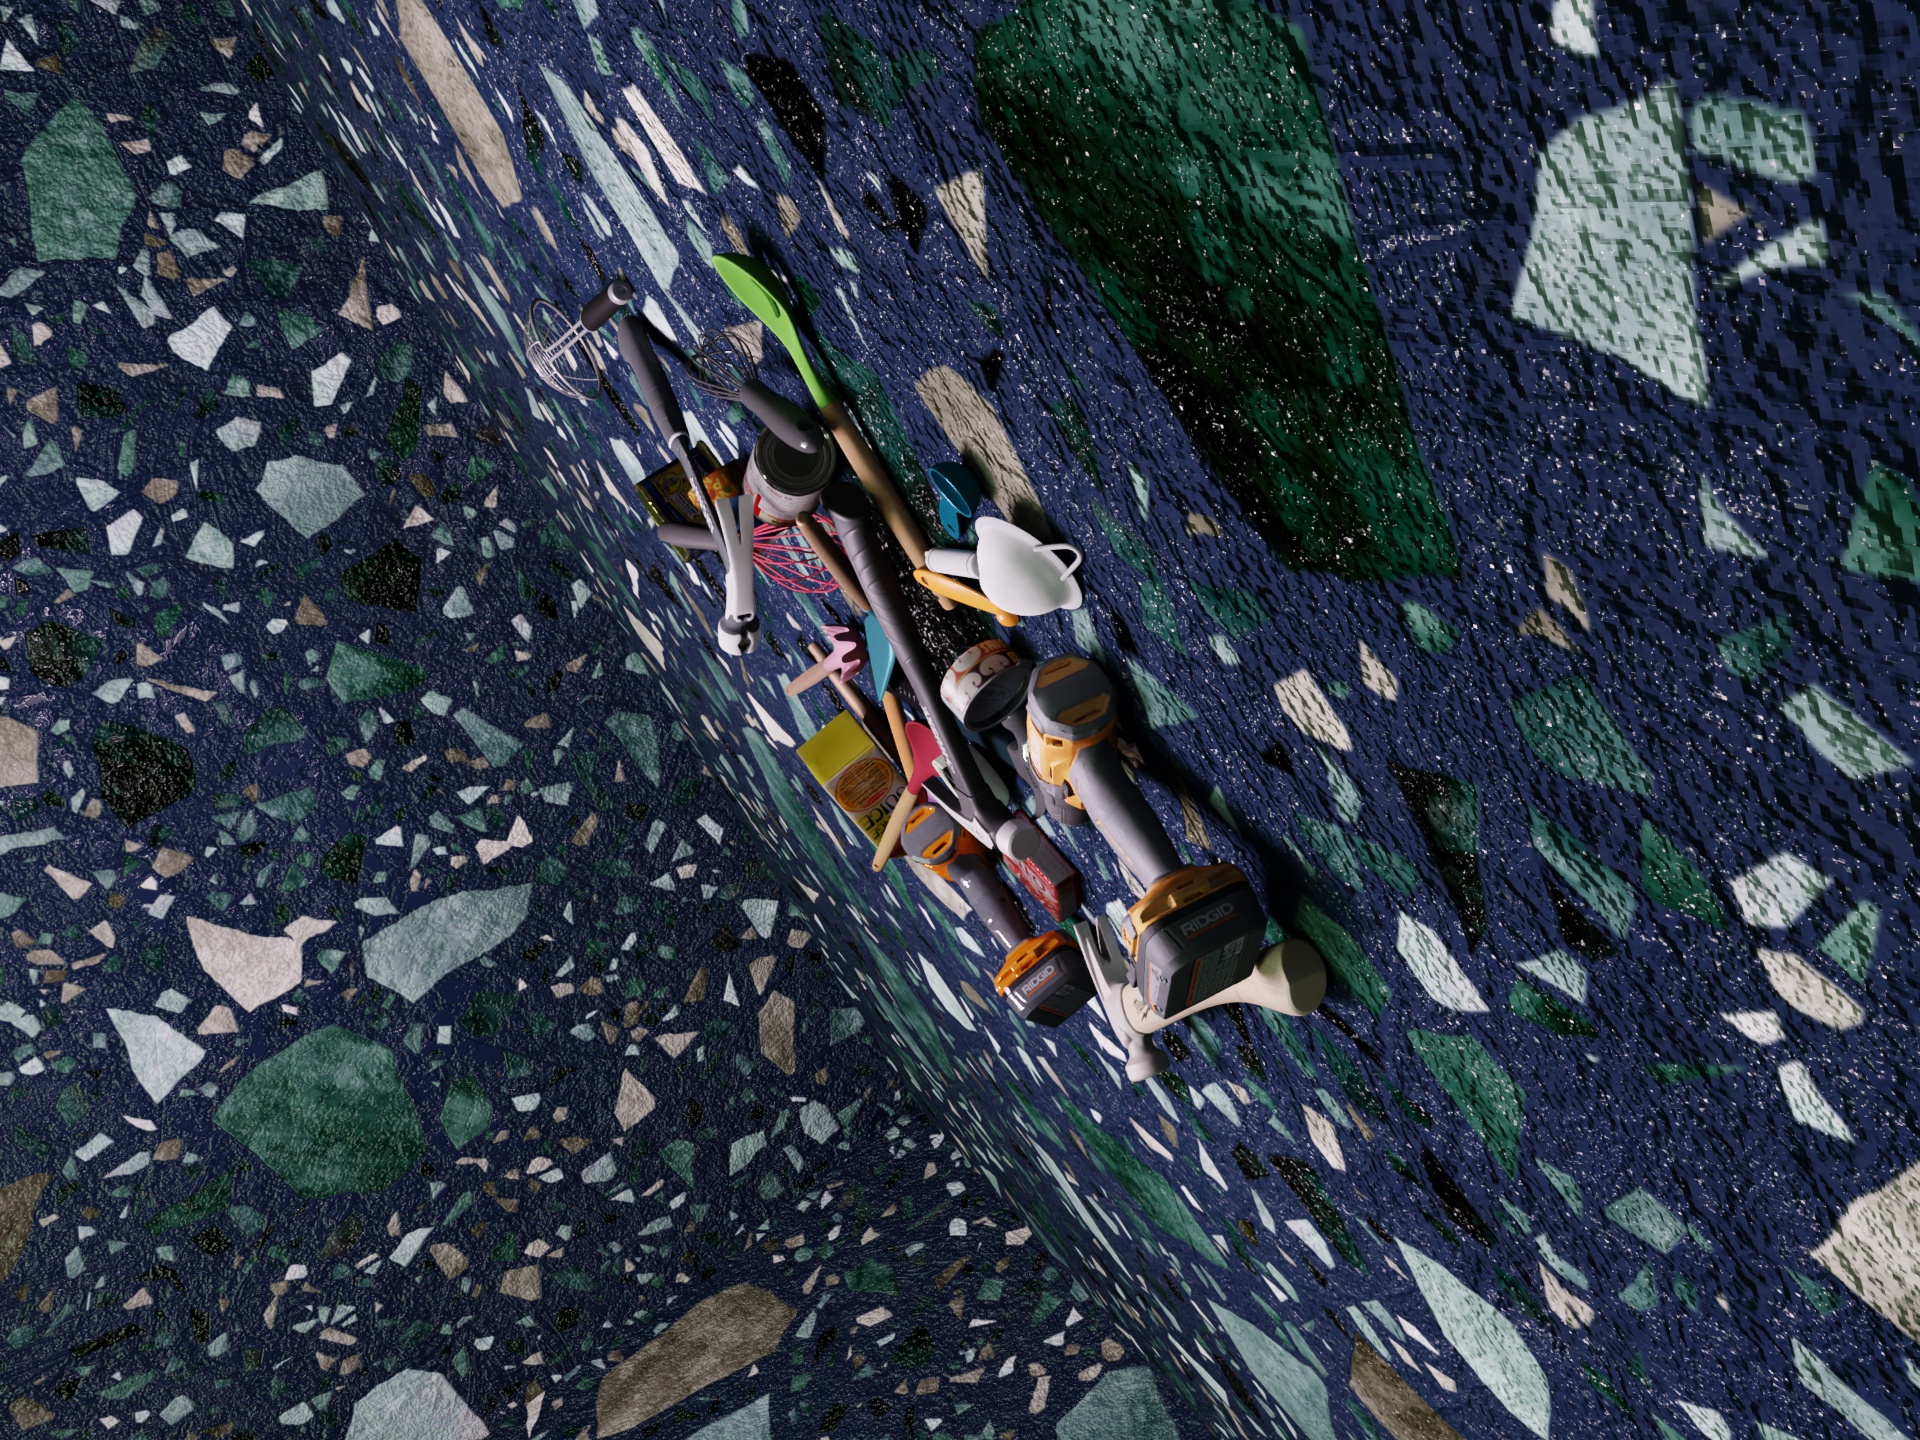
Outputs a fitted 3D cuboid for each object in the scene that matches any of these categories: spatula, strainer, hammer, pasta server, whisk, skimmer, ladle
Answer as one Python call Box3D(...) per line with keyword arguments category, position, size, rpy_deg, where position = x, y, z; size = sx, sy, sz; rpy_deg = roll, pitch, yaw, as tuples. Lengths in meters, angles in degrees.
Box3D(category="spatula", position=(-0.041, 0.048, 1.616), size=(0.081, 0.041, 0.322), rpy_deg=(27, 143, 43))
Box3D(category="strainer", position=(0.017, -0.103, 1.088), size=(0.086, 0.050, 0.258), rpy_deg=(44, 173, -19))
Box3D(category="hammer", position=(-0.035, -0.041, 1.280), size=(0.146, 0.035, 0.334), rpy_deg=(31, 150, 57))
Box3D(category="hammer", position=(-0.002, -0.004, 1.381), size=(0.331, 0.033, 0.128), rpy_deg=(31, 151, 58))
Box3D(category="pasta server", position=(-0.152, -0.053, 1.688), size=(0.316, 0.040, 0.060), rpy_deg=(-22, 86, 69))
Box3D(category="hammer", position=(-0.252, -0.247, 1.442), size=(0.149, 0.036, 0.409), rpy_deg=(98, 153, -45))
Box3D(category="whisk", position=(-0.160, -0.258, 1.254), size=(0.239, 0.055, 0.055), rpy_deg=(45, 163, 48))
Box3D(category="skimmer", position=(-0.388, -0.423, 1.690), size=(0.363, 0.090, 0.127), rpy_deg=(-3, 119, 62))
Box3D(category="ladle", position=(-0.052, 0.082, 1.603), size=(0.069, 0.031, 0.315), rpy_deg=(40, 147, 9))
Box3D(category="spatula", position=(-0.095, -0.103, 1.335), size=(0.317, 0.044, 0.082), rpy_deg=(55, -157, -69))
Box3D(category="hammer", position=(0.177, 0.197, 1.223), size=(0.410, 0.038, 0.146), rpy_deg=(128, 122, -72))
Box3D(category="spatula", position=(-0.066, 0.038, 1.713), size=(0.316, 0.018, 0.059), rpy_deg=(52, 163, 10))
Box3D(category="whisk", position=(-0.193, -0.162, 1.458), size=(0.296, 0.073, 0.073), rpy_deg=(14, 139, 46))

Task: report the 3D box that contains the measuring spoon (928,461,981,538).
Box3D(category="measuring spoon", position=(0.000, -0.150, 1.091), size=(0.042, 0.021, 0.128), rpy_deg=(47, 174, 5))

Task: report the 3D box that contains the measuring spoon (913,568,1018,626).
Box3D(category="measuring spoon", position=(0.001, -0.091, 1.181), size=(0.117, 0.011, 0.021), rpy_deg=(27, 149, 43))

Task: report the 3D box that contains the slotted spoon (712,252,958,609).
Box3D(category="slotted spoon", position=(-0.085, -0.214, 1.188), size=(0.313, 0.031, 0.070), rpy_deg=(58, 166, -18))

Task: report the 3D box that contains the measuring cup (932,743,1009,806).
Box3D(category="measuring cup", position=(0.024, 0.074, 1.482), size=(0.083, 0.038, 0.167), rpy_deg=(47, 174, 29))

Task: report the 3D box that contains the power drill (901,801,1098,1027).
Box3D(category="power drill", position=(0.043, 0.186, 1.550), size=(0.227, 0.084, 0.164), rpy_deg=(52, -174, 25))

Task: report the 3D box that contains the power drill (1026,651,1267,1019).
Box3D(category="power drill", position=(0.113, 0.085, 1.084), size=(0.226, 0.084, 0.185), rpy_deg=(61, 169, 26))
